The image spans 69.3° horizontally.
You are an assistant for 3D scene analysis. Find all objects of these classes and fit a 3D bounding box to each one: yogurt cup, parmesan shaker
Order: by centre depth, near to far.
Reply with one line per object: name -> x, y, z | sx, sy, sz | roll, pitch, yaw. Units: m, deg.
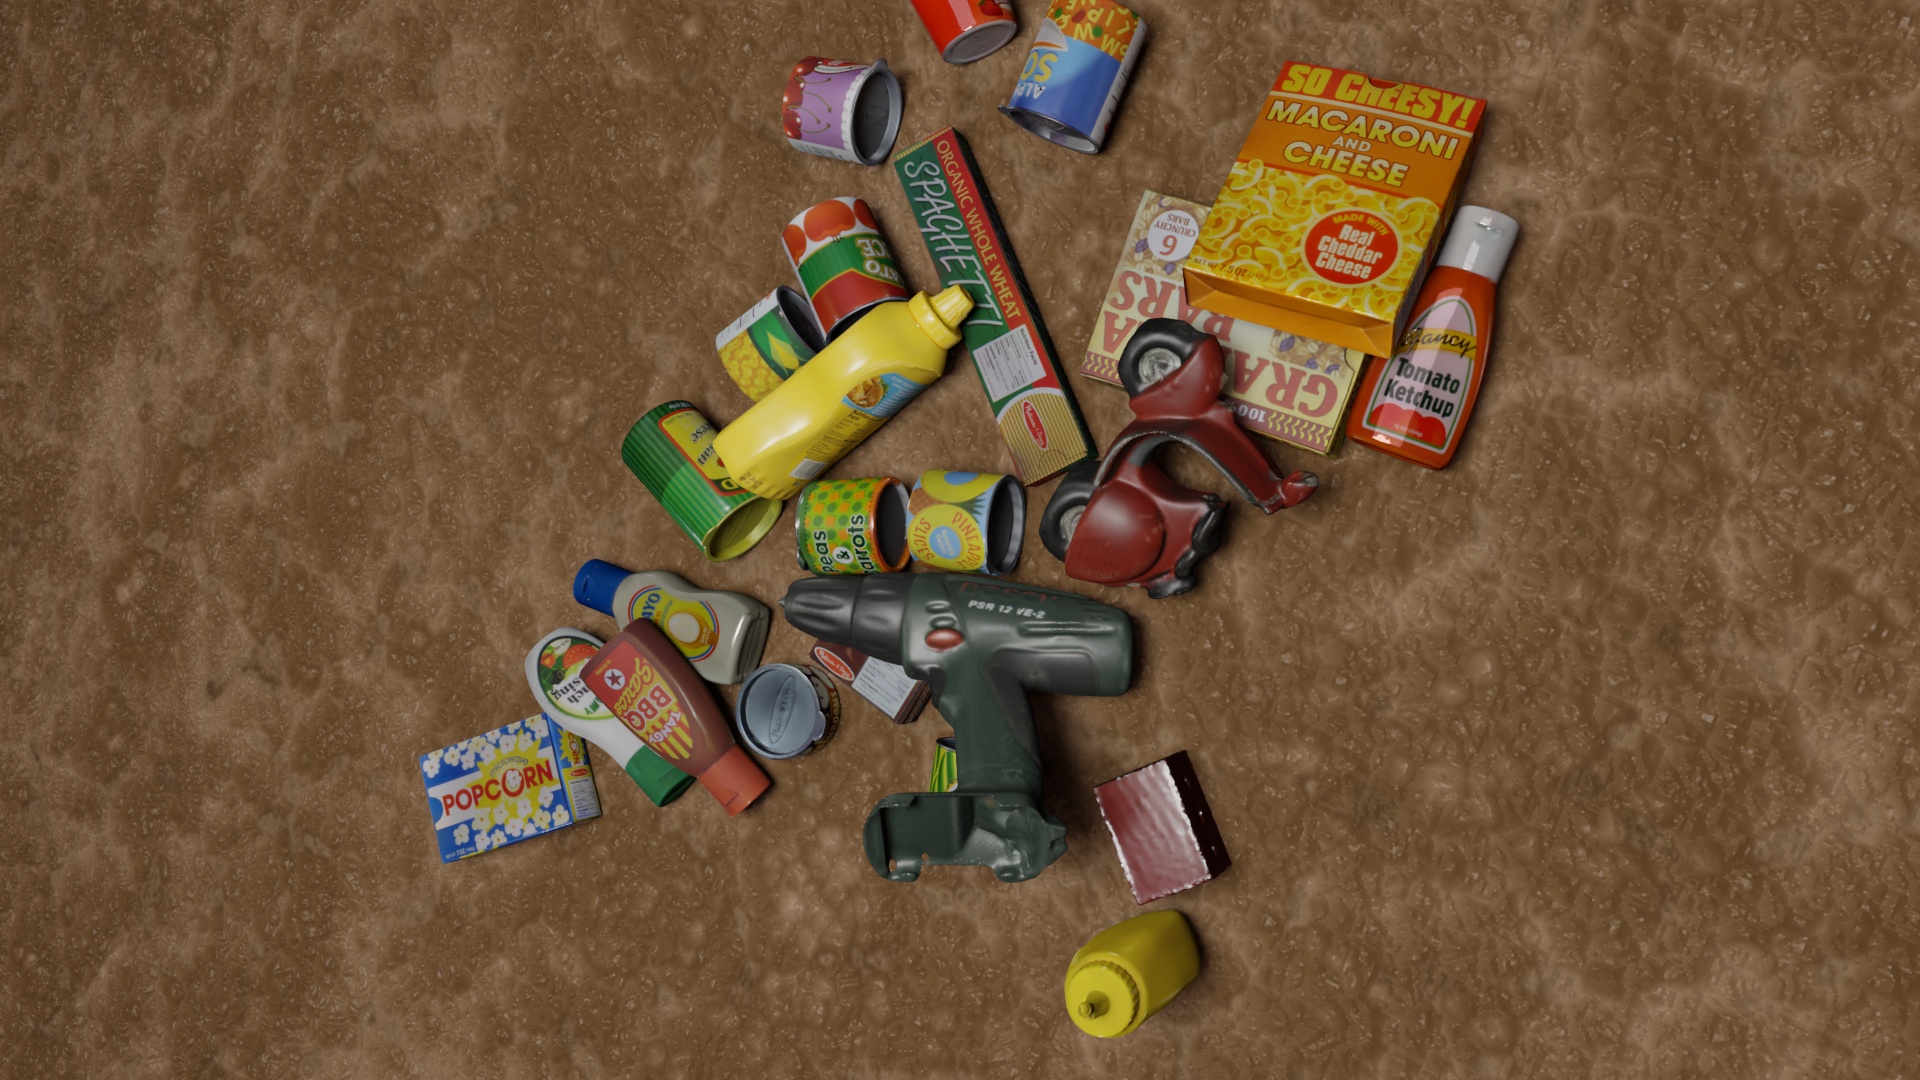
yogurt cup -> 0.003, -0.357, 0.931 | 0.072, 0.072, 0.054 | -23, 86, 19
parmesan shaker -> -0.185, -0.043, 0.980 | 0.103, 0.071, 0.071 | 46, 103, 18

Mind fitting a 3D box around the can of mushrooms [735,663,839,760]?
can of mushrooms -> -0.117, 0.119, 0.962 | 0.071, 0.033, 0.071 | -2, 85, 22

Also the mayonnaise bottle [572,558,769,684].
mayonnaise bottle -> -0.211, 0.053, 1.000 | 0.148, 0.041, 0.064 | 19, 98, 22

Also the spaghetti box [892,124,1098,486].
spaghetti box -> 0.022, -0.158, 0.927 | 0.050, 0.029, 0.250 | -25, 77, 19

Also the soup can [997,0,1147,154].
soup can -> 0.072, -0.303, 0.895 | 0.071, 0.071, 0.083 | 24, 95, 22

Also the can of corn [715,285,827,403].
can of corn -> -0.126, -0.132, 0.967 | 0.058, 0.071, 0.071 | -34, 75, 18

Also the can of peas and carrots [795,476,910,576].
can of peas and carrots -> -0.071, -0.008, 0.932 | 0.058, 0.071, 0.071 | -2, 86, 22

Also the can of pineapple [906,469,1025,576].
can of pineapple -> 0.003, -0.011, 0.903 | 0.058, 0.071, 0.071 | 5, 89, 23

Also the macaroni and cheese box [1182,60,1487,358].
macaroni and cheese box -> 0.219, -0.197, 0.808 | 0.124, 0.040, 0.167 | 20, 69, 21

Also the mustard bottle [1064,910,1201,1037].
mustard bottle -> 0.093, 0.252, 0.798 | 0.065, 0.160, 0.049 | -25, 79, 21

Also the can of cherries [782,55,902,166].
can of cherries -> -0.081, -0.300, 0.959 | 0.058, 0.071, 0.071 | 18, 93, 23

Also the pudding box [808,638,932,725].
pudding box -> -0.055, 0.081, 0.941 | 0.084, 0.030, 0.049 | 35, 101, 21

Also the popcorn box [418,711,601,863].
popcorn box -> -0.339, 0.185, 1.045 | 0.126, 0.038, 0.085 | -20, 80, 20

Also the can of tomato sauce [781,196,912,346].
can of tomato sauce -> -0.075, -0.183, 0.949 | 0.071, 0.071, 0.083 | -29, 76, 18

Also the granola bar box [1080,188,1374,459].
granola bar box -> 0.172, -0.135, 0.859 | 0.166, 0.039, 0.124 | 21, 95, 22

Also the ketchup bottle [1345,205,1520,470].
ketchup bottle -> 0.281, -0.119, 0.811 | 0.065, 0.043, 0.148 | 22, 94, 10

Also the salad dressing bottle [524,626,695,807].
salad dressing bottle -> -0.253, 0.128, 1.008 | 0.064, 0.043, 0.148 | -41, 76, -22

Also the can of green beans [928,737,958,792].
can of green beans -> 0.012, 0.161, 0.888 | 0.071, 0.071, 0.058 | 10, 91, 23

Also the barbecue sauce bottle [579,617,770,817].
barbecue sauce bottle -> -0.195, 0.126, 0.969 | 0.148, 0.044, 0.064 | 48, 115, -1
